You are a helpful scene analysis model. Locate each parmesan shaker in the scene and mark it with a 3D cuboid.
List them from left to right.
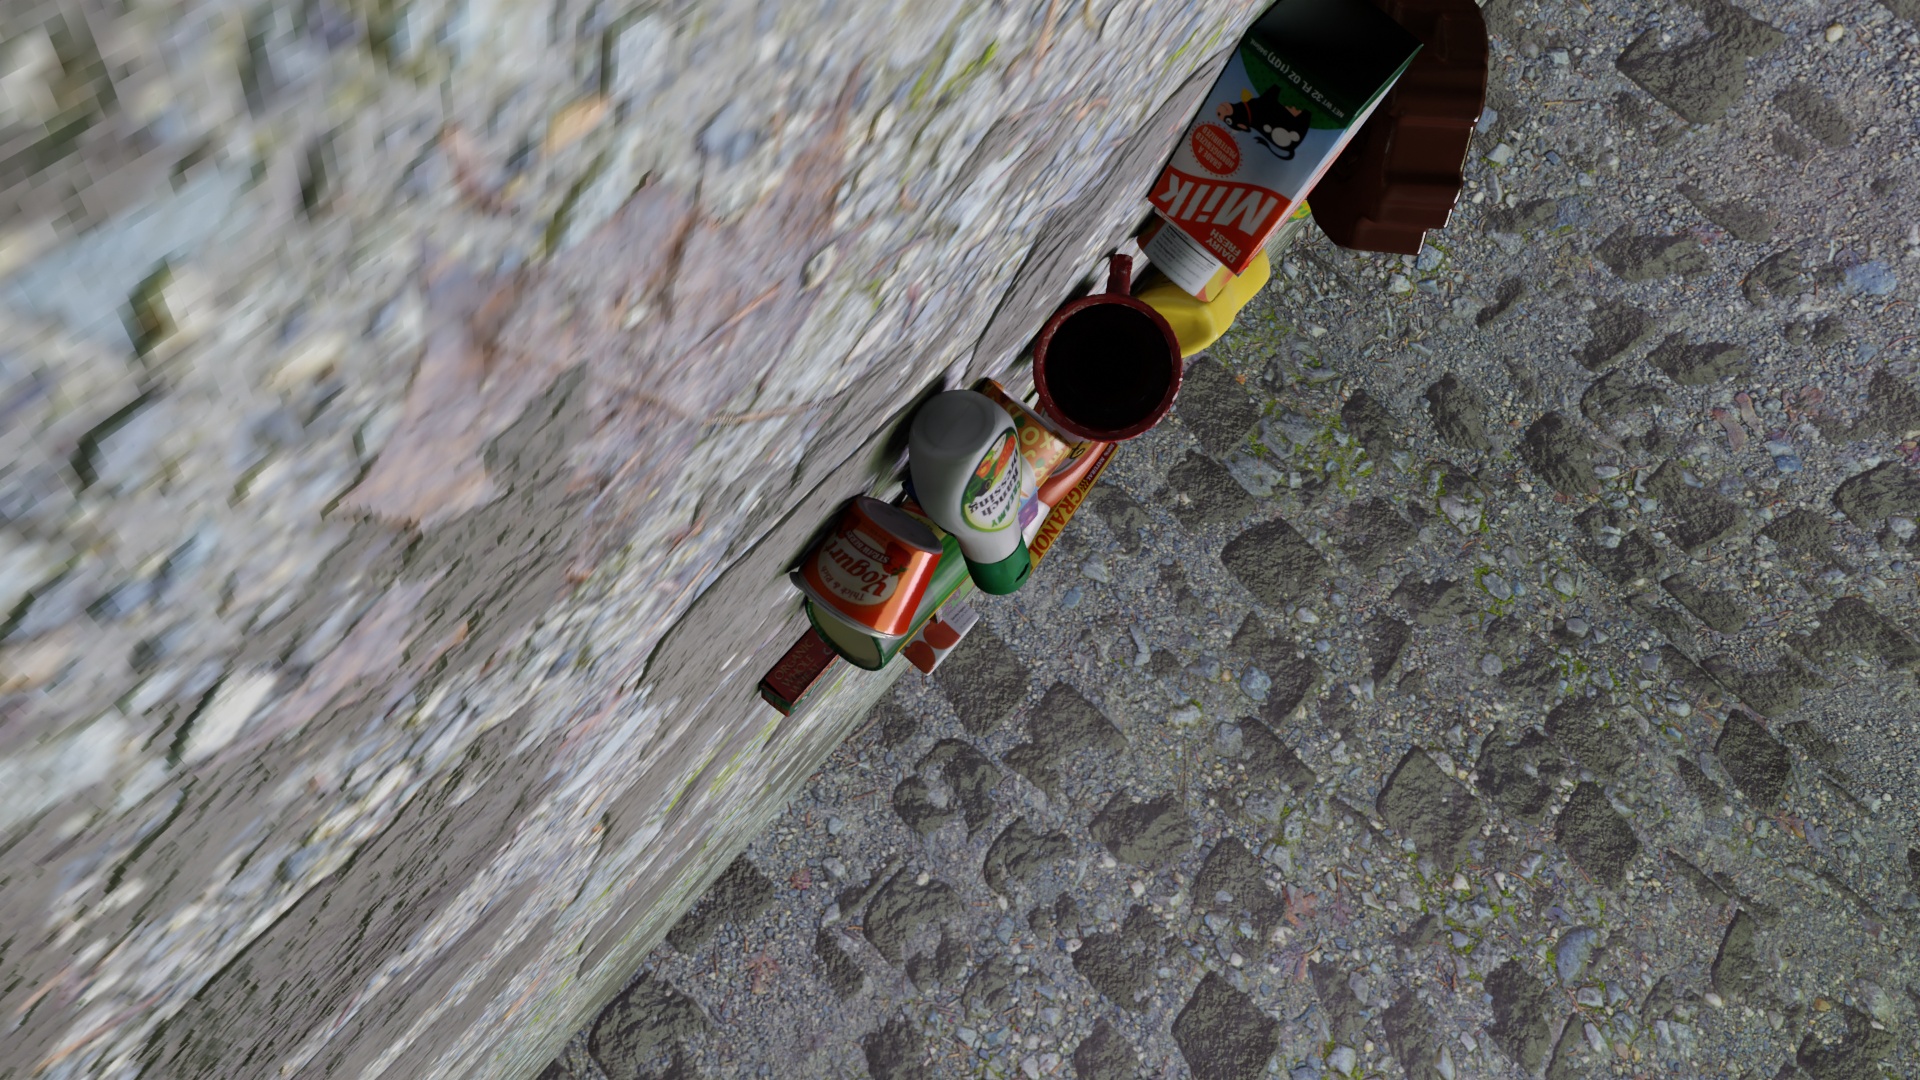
[{"bbox_3d":[-0.043,0.025,0.881,0.103,0.071,0.071,-46,175,-29],"label":"parmesan shaker"}]

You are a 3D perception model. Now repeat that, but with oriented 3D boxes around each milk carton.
[{"bbox_3d":[0.170,-0.222,0.790,0.074,0.072,0.189,-47,175,-25],"label":"milk carton"}]

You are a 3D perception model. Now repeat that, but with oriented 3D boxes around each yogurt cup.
[{"bbox_3d":[-0.045,0.013,0.741,0.053,0.072,0.072,-58,174,14],"label":"yogurt cup"}]

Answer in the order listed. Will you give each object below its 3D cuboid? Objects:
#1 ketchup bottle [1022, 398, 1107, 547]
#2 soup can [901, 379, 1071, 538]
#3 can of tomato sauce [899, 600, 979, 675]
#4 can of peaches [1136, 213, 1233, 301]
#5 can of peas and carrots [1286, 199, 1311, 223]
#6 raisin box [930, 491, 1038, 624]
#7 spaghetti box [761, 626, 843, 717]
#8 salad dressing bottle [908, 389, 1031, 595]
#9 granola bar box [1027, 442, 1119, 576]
[{"bbox_3d":[0.073,-0.066,1.085,0.149,0.065,0.043,-60,173,-2],"label":"ketchup bottle"},{"bbox_3d":[0.016,-0.044,0.829,0.083,0.071,0.071,-50,176,9],"label":"soup can"},{"bbox_3d":[-0.038,0.060,1.126,0.071,0.083,0.071,-49,176,-5],"label":"can of tomato sauce"},{"bbox_3d":[0.158,-0.199,0.911,0.058,0.071,0.071,-50,176,23],"label":"can of peaches"},{"bbox_3d":[0.289,-0.318,1.207,0.071,0.071,0.058,-47,175,-20],"label":"can of peas and carrots"},{"bbox_3d":[0.004,-0.012,0.996,0.124,0.040,0.085,-47,151,-24],"label":"raisin box"},{"bbox_3d":[-0.056,0.030,1.039,0.251,0.029,0.050,-48,175,-20],"label":"spaghetti box"},{"bbox_3d":[0.010,-0.021,0.749,0.064,0.044,0.147,-55,154,-20],"label":"salad dressing bottle"},{"bbox_3d":[0.069,-0.033,1.337,0.166,0.039,0.124,-54,-163,-19],"label":"granola bar box"}]
